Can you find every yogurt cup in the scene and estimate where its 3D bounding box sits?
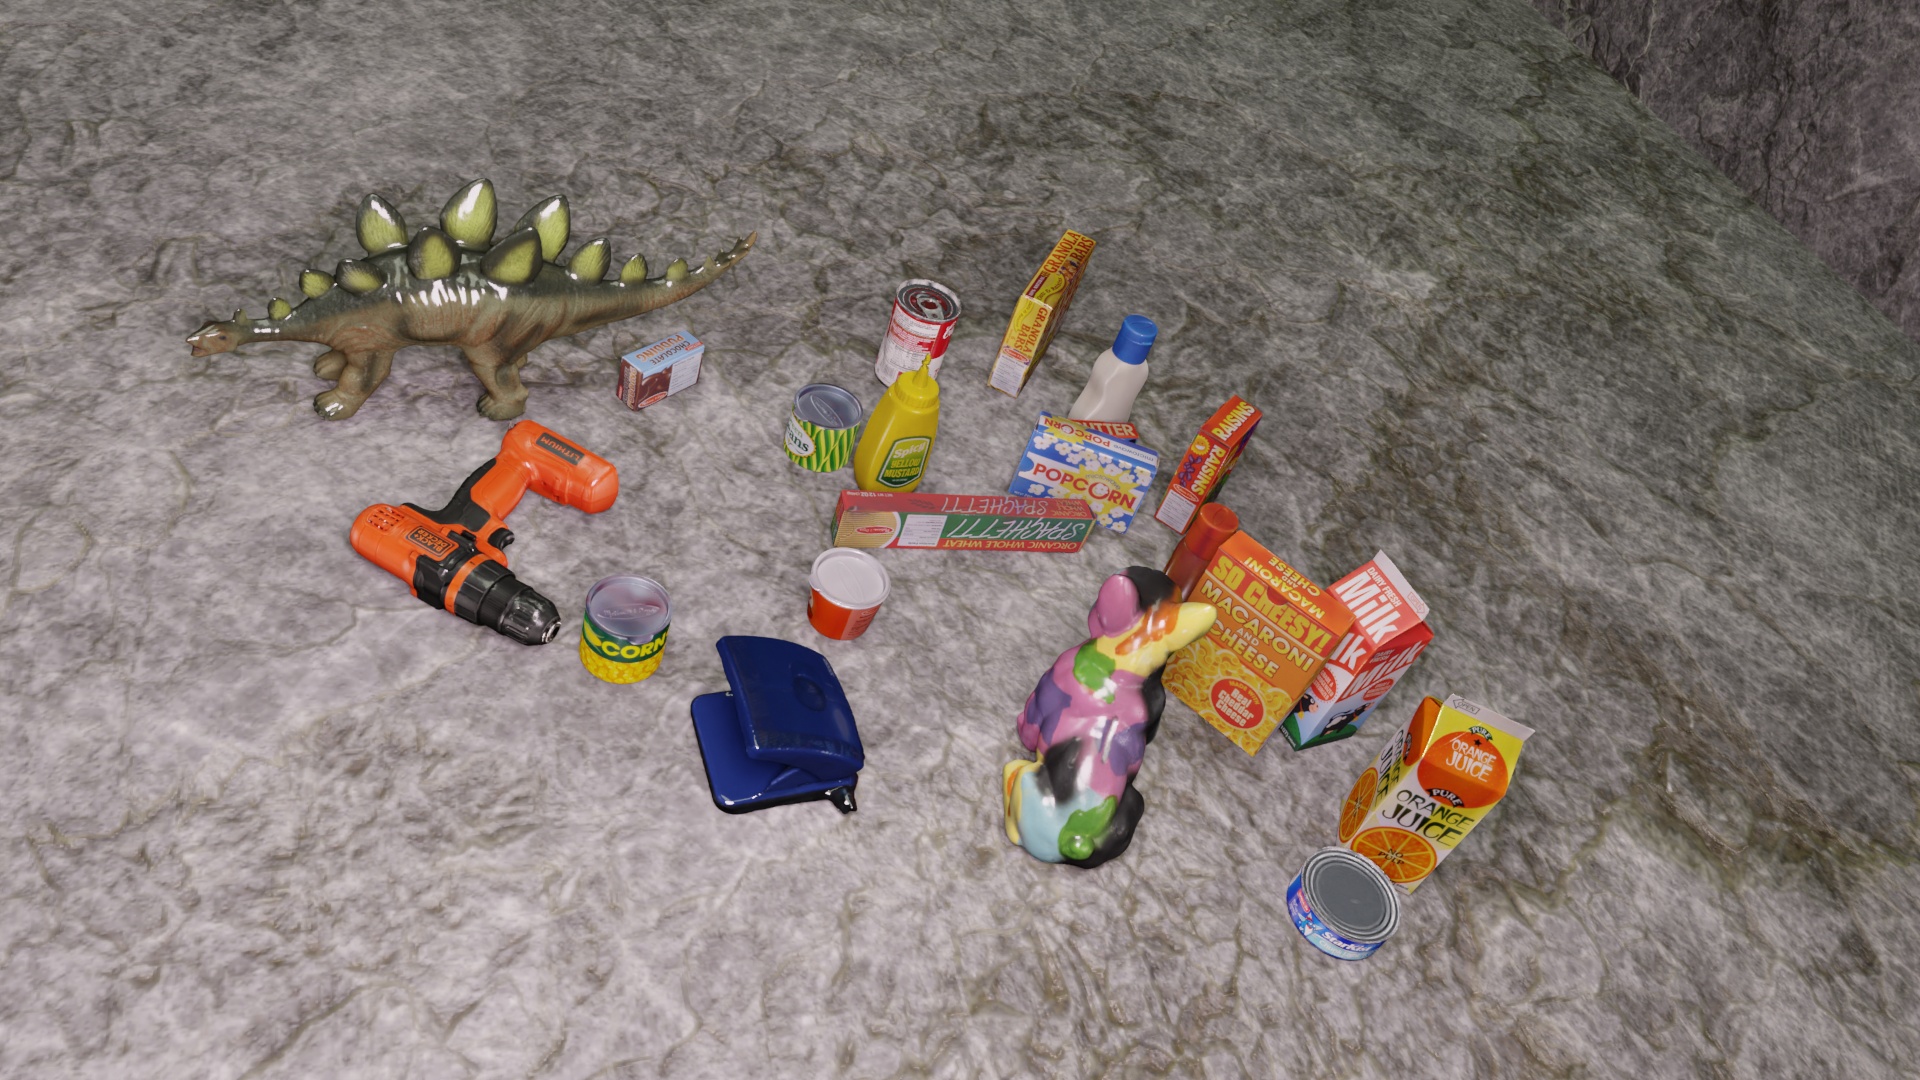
[{"bbox_3d":[-0.098,0.048,1.179,0.072,0.053,0.073,12,43,-11],"label":"yogurt cup"}]

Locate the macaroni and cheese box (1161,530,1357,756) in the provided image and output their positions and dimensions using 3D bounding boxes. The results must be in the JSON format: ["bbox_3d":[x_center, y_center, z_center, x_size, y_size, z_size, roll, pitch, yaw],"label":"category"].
[{"bbox_3d":[0.246,0.091,1.195,0.124,0.165,0.040,38,44,17],"label":"macaroni and cheese box"}]

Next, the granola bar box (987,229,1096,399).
[{"bbox_3d":[0.088,-0.249,1.512,0.039,0.123,0.166,26,42,4],"label":"granola bar box"}]

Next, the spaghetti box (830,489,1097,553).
[{"bbox_3d":[0.005,-0.016,1.291,0.250,0.049,0.029,1,46,-22],"label":"spaghetti box"}]

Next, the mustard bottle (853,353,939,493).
[{"bbox_3d":[-0.053,-0.106,1.278,0.065,0.159,0.049,-8,50,-29],"label":"mustard bottle"}]

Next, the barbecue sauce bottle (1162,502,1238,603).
[{"bbox_3d":[0.205,0.030,1.255,0.044,0.147,0.065,32,43,11],"label":"barbecue sauce bottle"}]

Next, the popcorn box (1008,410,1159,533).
[{"bbox_3d":[0.121,-0.067,1.367,0.127,0.084,0.038,19,42,-3],"label":"popcorn box"}]

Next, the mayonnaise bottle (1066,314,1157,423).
[{"bbox_3d":[0.161,-0.166,1.439,0.065,0.147,0.041,-8,50,-29],"label":"mayonnaise bottle"}]

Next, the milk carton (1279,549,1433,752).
[{"bbox_3d":[0.341,0.096,1.212,0.073,0.189,0.072,-8,50,-30],"label":"milk carton"}]

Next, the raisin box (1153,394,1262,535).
[{"bbox_3d":[0.250,-0.076,1.402,0.040,0.122,0.086,35,43,14],"label":"raisin box"}]

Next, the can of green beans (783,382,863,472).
[{"bbox_3d":[-0.131,-0.107,1.322,0.071,0.057,0.071,12,43,-11],"label":"can of green beans"}]

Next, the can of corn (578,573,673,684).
[{"bbox_3d":[-0.261,0.071,1.083,0.071,0.058,0.071,12,43,-11],"label":"can of corn"}]

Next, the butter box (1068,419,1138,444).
[{"bbox_3d":[0.127,-0.097,1.424,0.104,0.052,0.024,2,46,-21],"label":"butter box"}]

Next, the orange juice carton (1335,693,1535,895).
[{"bbox_3d":[0.380,0.196,1.123,0.072,0.191,0.073,24,42,2],"label":"orange juice carton"}]

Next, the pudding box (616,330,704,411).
[{"bbox_3d":[-0.285,-0.162,1.321,0.030,0.049,0.084,38,44,17],"label":"pudding box"}]
